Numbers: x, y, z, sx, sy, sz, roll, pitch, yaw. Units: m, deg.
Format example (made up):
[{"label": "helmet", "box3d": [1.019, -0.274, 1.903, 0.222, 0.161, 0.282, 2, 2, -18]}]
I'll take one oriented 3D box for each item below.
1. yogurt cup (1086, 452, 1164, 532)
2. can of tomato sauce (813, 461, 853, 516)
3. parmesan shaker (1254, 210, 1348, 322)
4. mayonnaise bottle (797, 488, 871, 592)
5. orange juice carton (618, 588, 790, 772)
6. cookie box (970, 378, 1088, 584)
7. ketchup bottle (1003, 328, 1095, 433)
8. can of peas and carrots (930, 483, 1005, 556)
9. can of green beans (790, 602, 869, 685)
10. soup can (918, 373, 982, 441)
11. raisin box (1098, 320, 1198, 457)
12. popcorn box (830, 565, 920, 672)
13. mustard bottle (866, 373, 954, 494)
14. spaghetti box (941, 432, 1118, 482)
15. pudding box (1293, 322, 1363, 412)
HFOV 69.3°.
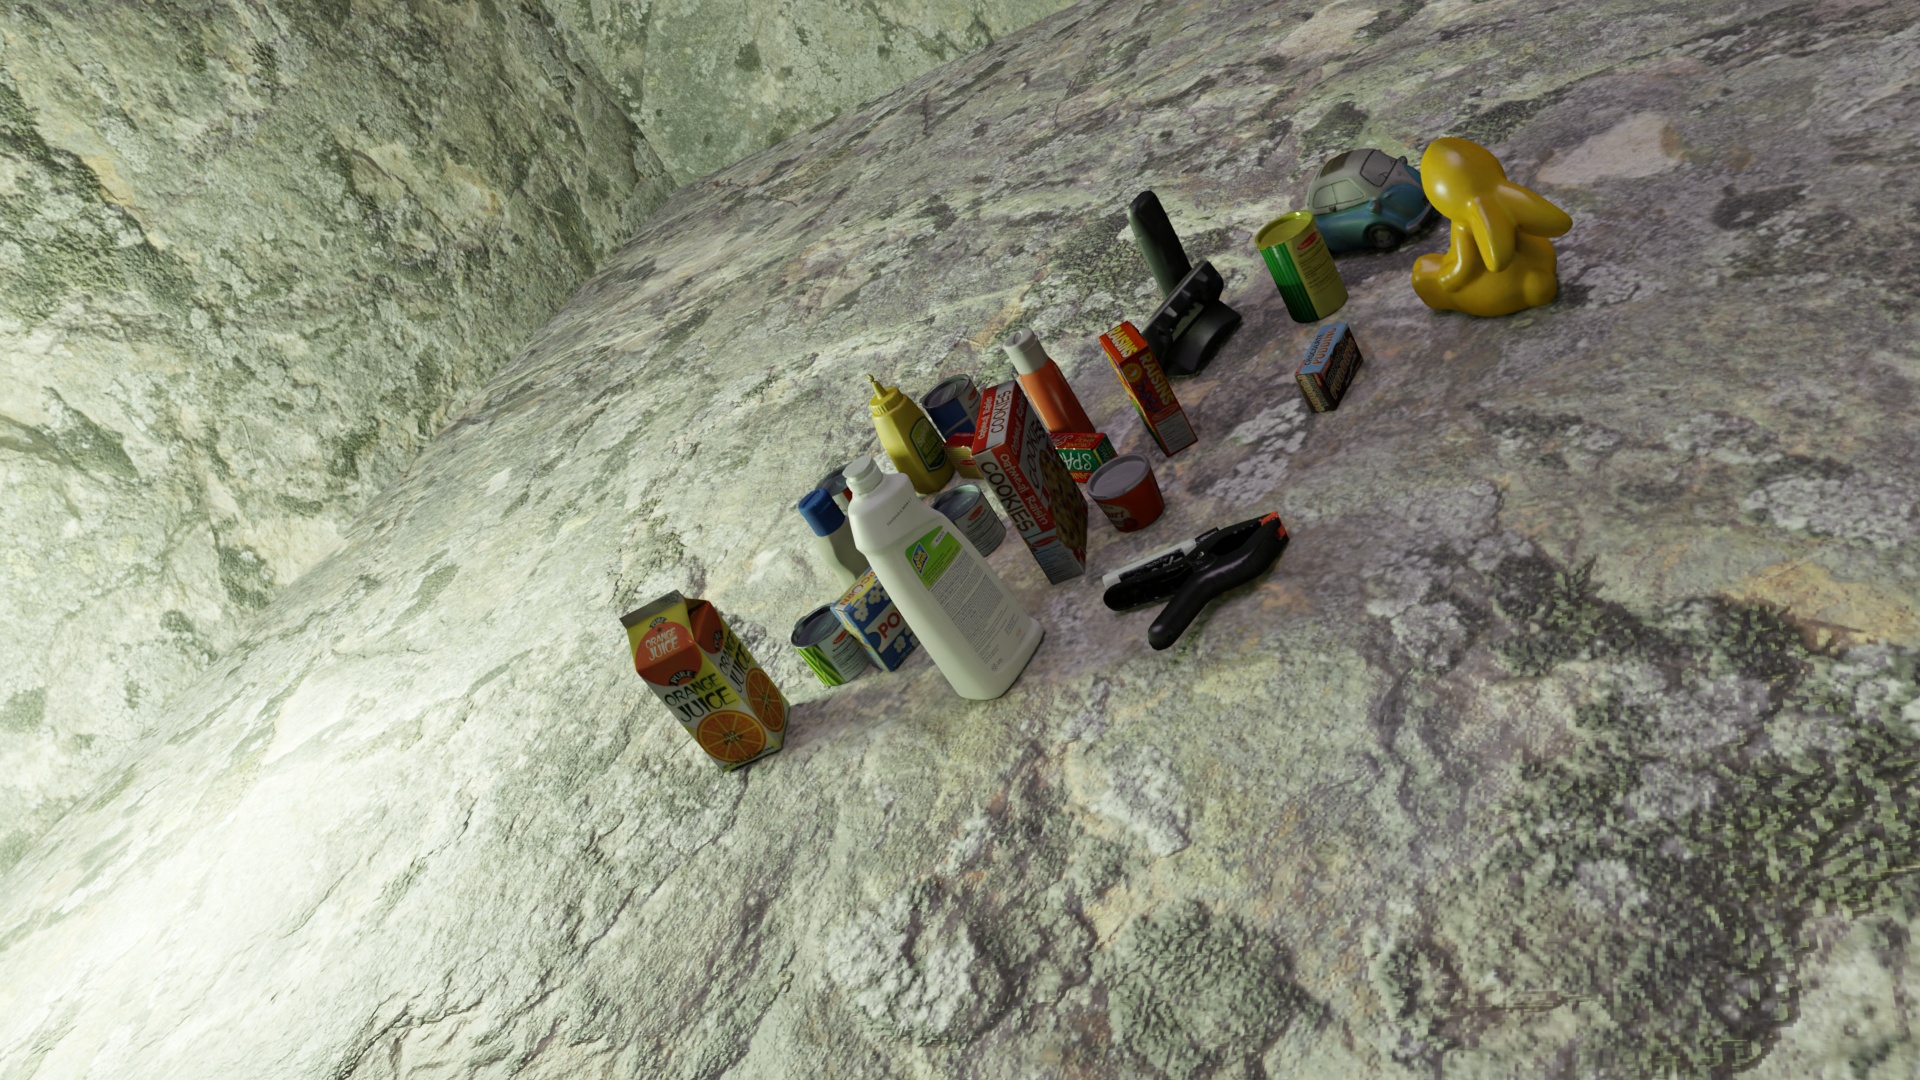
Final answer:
[{"label": "yogurt cup", "box3d": [0.165, -0.045, 1.365, 0.072, 0.053, 0.073, -25, 29, 15]}, {"label": "can of tomato sauce", "box3d": [-0.120, -0.041, 1.623, 0.071, 0.083, 0.071, -25, 29, 15]}, {"label": "parmesan shaker", "box3d": [0.367, -0.294, 1.501, 0.071, 0.102, 0.071, -25, 28, 15]}, {"label": "mayonnaise bottle", "box3d": [-0.118, 0.011, 1.467, 0.041, 0.147, 0.065, 1, 43, 47]}, {"label": "orange juice carton", "box3d": [-0.252, 0.131, 1.366, 0.071, 0.192, 0.073, -25, 29, 16]}, {"label": "cookie box", "box3d": [0.070, -0.058, 1.363, 0.040, 0.167, 0.123, -22, 30, 21]}, {"label": "ketchup bottle", "box3d": [0.098, -0.163, 1.523, 0.043, 0.148, 0.065, -22, 29, 20]}, {"label": "can of peas and carrots", "box3d": [0.005, -0.019, 1.483, 0.071, 0.058, 0.071, -25, 29, 15]}, {"label": "can of green beans", "box3d": [-0.131, 0.107, 1.425, 0.071, 0.057, 0.071, -25, 29, 15]}, {"label": "soup can", "box3d": [0.000, -0.147, 1.667, 0.071, 0.083, 0.072, -25, 29, 15]}, {"label": "raisin box", "box3d": [0.195, -0.158, 1.441, 0.040, 0.123, 0.086, -30, 28, 7]}, {"label": "popcorn box", "box3d": [-0.060, 0.058, 1.400, 0.127, 0.085, 0.038, -47, 30, -24]}, {"label": "mustard bottle", "box3d": [-0.066, -0.129, 1.625, 0.048, 0.159, 0.066, -8, 37, 39]}, {"label": "spaghetti box", "box3d": [0.077, -0.092, 1.537, 0.250, 0.050, 0.029, 5, 46, 50]}, {"label": "pudding box", "box3d": [0.362, -0.171, 1.367, 0.030, 0.049, 0.084, -4, 39, 44]}]
